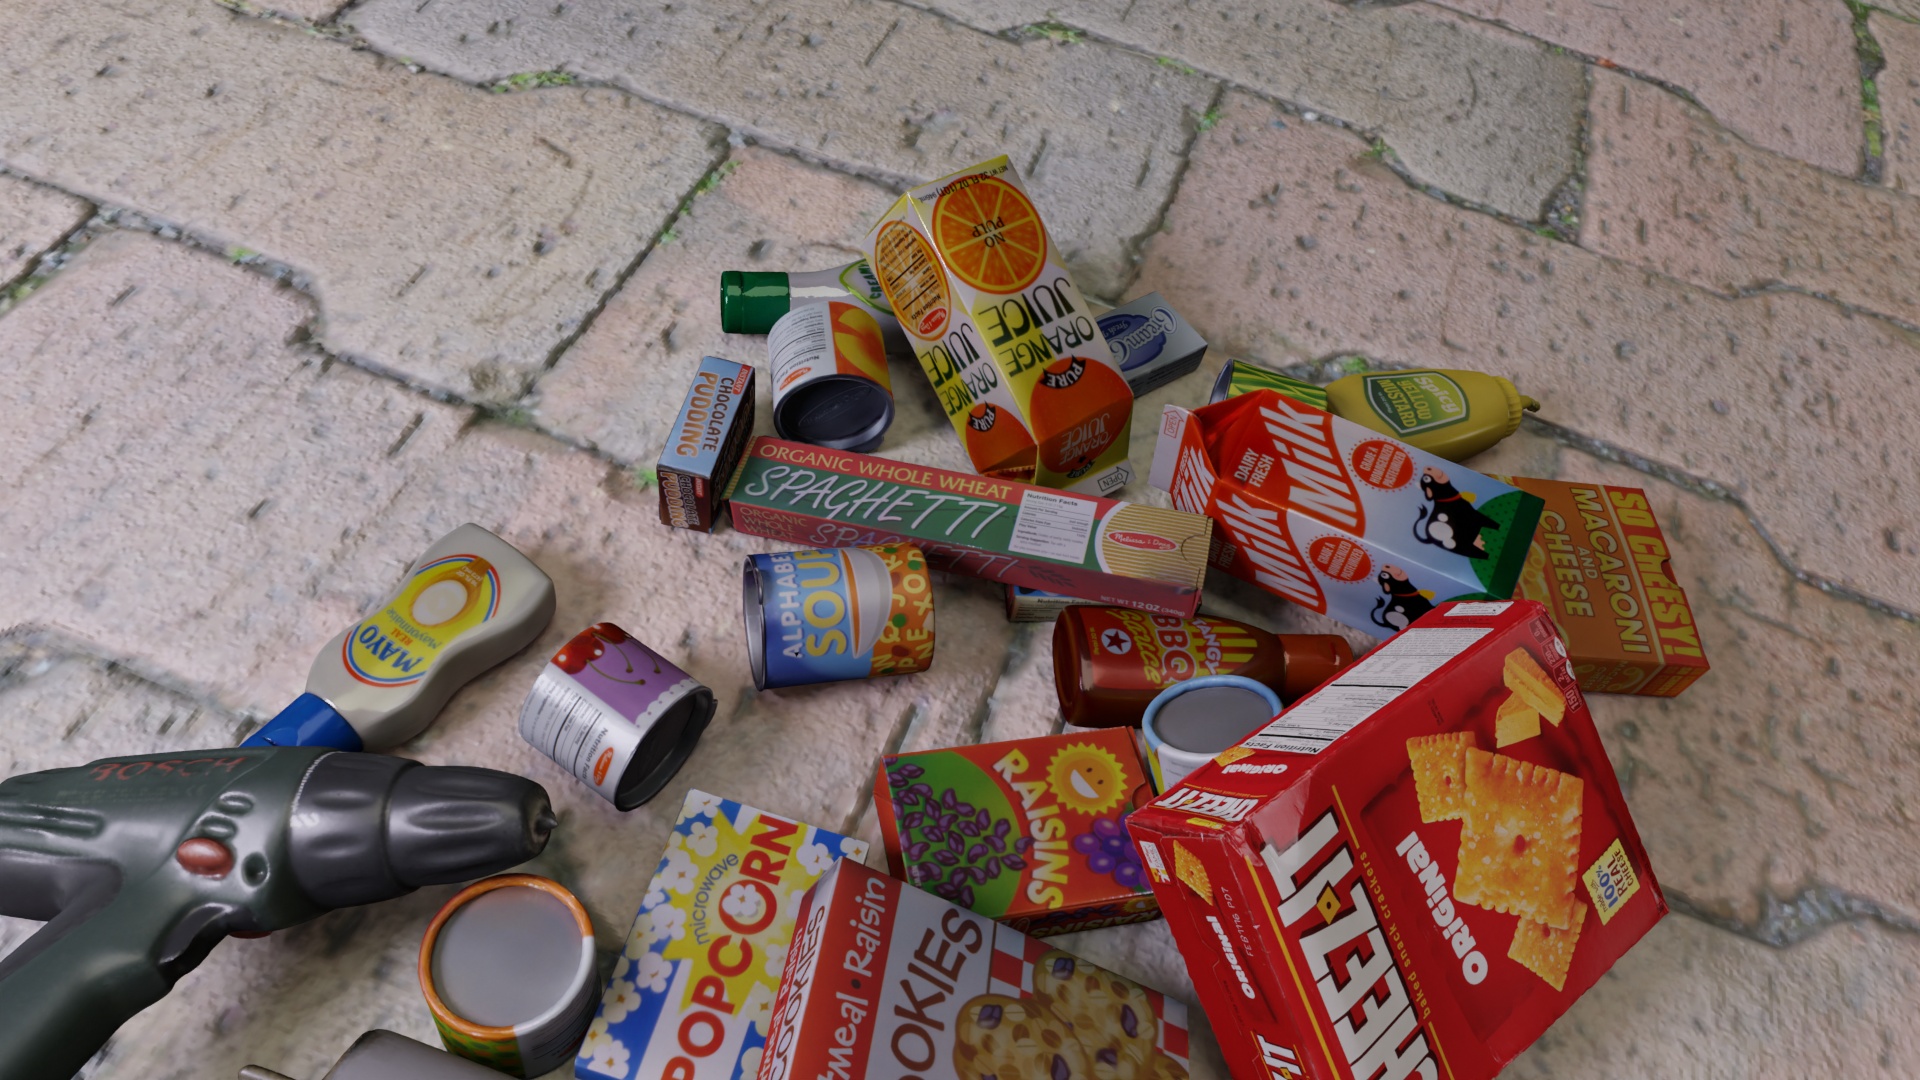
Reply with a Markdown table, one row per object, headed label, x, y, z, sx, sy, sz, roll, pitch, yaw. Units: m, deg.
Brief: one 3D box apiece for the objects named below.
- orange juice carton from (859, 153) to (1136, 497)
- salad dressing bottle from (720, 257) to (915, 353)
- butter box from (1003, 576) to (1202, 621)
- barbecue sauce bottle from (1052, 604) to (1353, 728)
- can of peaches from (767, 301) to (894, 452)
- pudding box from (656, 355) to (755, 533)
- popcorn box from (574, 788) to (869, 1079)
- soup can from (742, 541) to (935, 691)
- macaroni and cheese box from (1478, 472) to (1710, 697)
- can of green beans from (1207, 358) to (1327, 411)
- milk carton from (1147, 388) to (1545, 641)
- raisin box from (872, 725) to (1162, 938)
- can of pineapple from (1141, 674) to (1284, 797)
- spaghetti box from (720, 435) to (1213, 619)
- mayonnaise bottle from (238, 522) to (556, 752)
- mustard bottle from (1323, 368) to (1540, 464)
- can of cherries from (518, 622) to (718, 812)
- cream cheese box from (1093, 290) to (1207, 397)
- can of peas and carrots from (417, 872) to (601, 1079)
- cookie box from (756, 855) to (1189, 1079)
| label | x | y | z | sx | sy | sz | roll | pitch | yaw |
| --- | --- | --- | --- | --- | --- | --- | --- | --- | --- |
| orange juice carton | 0.028 | -0.105 | 0.771 | 0.072 | 0.073 | 0.192 | -28 | 91 | -28 |
| salad dressing bottle | -0.066 | -0.140 | 0.821 | 0.148 | 0.043 | 0.064 | -3 | 56 | -13 |
| butter box | 0.074 | 0.017 | 0.745 | 0.103 | 0.024 | 0.053 | 2 | 54 | -10 |
| barbecue sauce bottle | 0.124 | 0.065 | 0.707 | 0.149 | 0.043 | 0.065 | 2 | 47 | -11 |
| can of peaches | -0.071 | -0.089 | 0.770 | 0.071 | 0.071 | 0.058 | -2 | 54 | -13 |
| pudding box | -0.134 | -0.051 | 0.737 | 0.030 | 0.049 | 0.084 | 14 | 52 | 1 |
| popcorn box | -0.097 | 0.177 | 0.582 | 0.085 | 0.038 | 0.127 | 17 | 52 | 1 |
| soup can | -0.060 | 0.035 | 0.675 | 0.084 | 0.071 | 0.071 | -5 | 55 | -15 |
| macaroni and cheese box | 0.318 | 0.022 | 0.780 | 0.167 | 0.040 | 0.124 | 4 | 54 | -8 |
| can of green beans | 0.172 | -0.065 | 0.799 | 0.058 | 0.071 | 0.071 | 18 | 52 | 1 |
| milk carton | 0.189 | -0.014 | 0.720 | 0.191 | 0.072 | 0.074 | 24 | 57 | 14 |
| raisin box | 0.029 | 0.136 | 0.638 | 0.123 | 0.039 | 0.086 | -4 | 54 | -15 |
| can of pineapple | 0.122 | 0.103 | 0.654 | 0.071 | 0.057 | 0.071 | -11 | 28 | 6 |
| spaghetti box | 0.003 | -0.009 | 0.720 | 0.250 | 0.028 | 0.050 | 11 | 53 | 9 |
| mayonnaise bottle | -0.257 | 0.057 | 0.636 | 0.065 | 0.041 | 0.149 | 33 | 54 | 11 |
| mustard bottle | 0.287 | -0.075 | 0.841 | 0.161 | 0.048 | 0.065 | -11 | 59 | -19 |
| can of cherries | -0.154 | 0.078 | 0.629 | 0.058 | 0.071 | 0.072 | 32 | 54 | 13 |
| cream cheese box | 0.095 | -0.112 | 0.845 | 0.104 | 0.024 | 0.053 | -27 | 64 | -28 |
| can of peas and carrots | -0.181 | 0.173 | 0.555 | 0.071 | 0.058 | 0.071 | 6 | 53 | -8 |
| cookie box | 0.008 | 0.210 | 0.535 | 0.167 | 0.040 | 0.123 | 26 | 36 | -11 |
